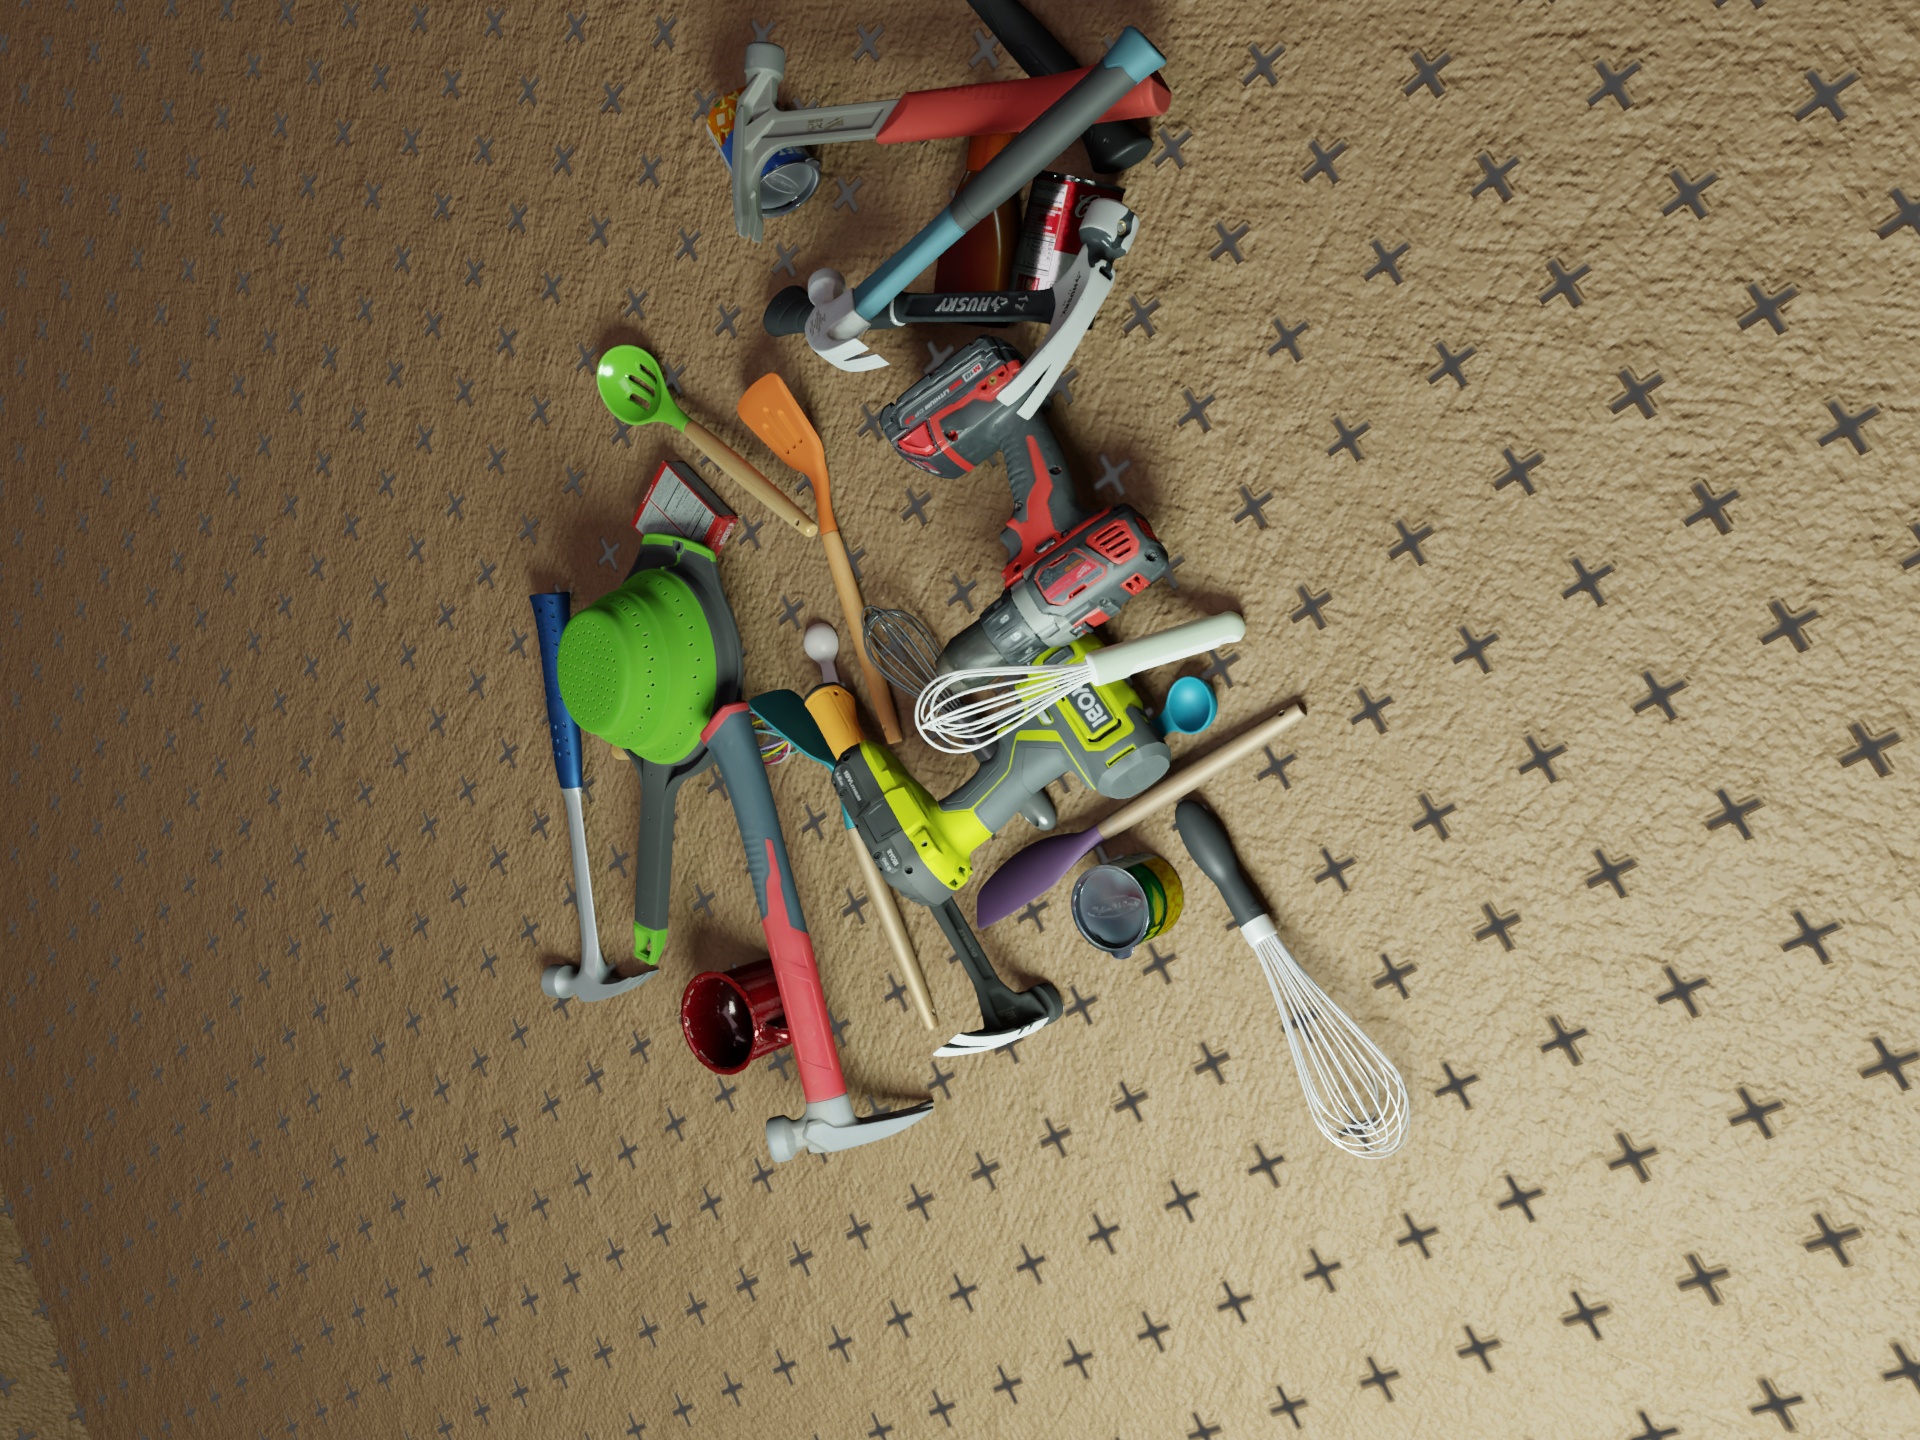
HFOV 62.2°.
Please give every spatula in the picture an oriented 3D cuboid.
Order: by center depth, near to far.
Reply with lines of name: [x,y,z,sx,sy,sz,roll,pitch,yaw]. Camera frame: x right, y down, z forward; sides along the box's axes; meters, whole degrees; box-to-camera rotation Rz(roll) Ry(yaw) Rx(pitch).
spatula: [0.127,0.069,1.194,0.316,0.018,0.060,-35,33,29]
spatula: [-0.111,-0.133,1.339,0.081,0.041,0.322,-23,84,56]
spatula: [-0.089,0.117,1.347,0.044,0.082,0.317,-21,91,23]

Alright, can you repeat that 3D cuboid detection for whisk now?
whisk: [0.086,-0.033,1.129,0.246,0.057,0.059,-17,76,-4]
whisk: [0.230,0.177,1.130,0.070,0.070,0.285,-41,67,32]
whisk: [-0.003,-0.003,1.278,0.239,0.055,0.055,50,121,15]
whisk: [-0.235,0.019,1.456,0.245,0.051,0.047,-4,73,40]

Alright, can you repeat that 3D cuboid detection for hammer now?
hammer: [0.008,-0.364,1.117,0.331,0.033,0.128,-34,43,31]
hammer: [-0.018,-0.438,1.175,0.359,0.036,0.149,7,97,29]
hammer: [0.034,-0.532,1.184,0.146,0.035,0.335,-47,69,31]
hammer: [-0.036,-0.303,1.188,0.409,0.036,0.149,17,81,52]
hammer: [-0.044,0.111,1.283,0.034,0.127,0.337,-46,65,36]
hammer: [-0.134,0.170,1.343,0.143,0.038,0.386,-14,91,0]
hammer: [-0.376,0.077,1.563,0.144,0.035,0.405,-3,94,36]

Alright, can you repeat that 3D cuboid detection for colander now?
colander: [-0.297,0.034,1.416,0.205,0.094,0.397,17,106,42]

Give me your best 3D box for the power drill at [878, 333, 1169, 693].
power drill: [0.026,-0.147,1.176,0.188,0.080,0.227,-35,69,15]

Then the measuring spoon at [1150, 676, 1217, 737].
measuring spoon: [0.149,0.010,1.190,0.128,0.021,0.042,-41,63,42]

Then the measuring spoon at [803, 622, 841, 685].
measuring spoon: [-0.113,-0.023,1.369,0.034,0.018,0.124,-13,89,36]

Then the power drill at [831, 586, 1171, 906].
power drill: [0.021,0.015,1.202,0.228,0.080,0.191,-36,62,8]

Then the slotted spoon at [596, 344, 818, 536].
slotted spoon: [-0.223,-0.242,1.394,0.314,0.031,0.070,41,119,32]
